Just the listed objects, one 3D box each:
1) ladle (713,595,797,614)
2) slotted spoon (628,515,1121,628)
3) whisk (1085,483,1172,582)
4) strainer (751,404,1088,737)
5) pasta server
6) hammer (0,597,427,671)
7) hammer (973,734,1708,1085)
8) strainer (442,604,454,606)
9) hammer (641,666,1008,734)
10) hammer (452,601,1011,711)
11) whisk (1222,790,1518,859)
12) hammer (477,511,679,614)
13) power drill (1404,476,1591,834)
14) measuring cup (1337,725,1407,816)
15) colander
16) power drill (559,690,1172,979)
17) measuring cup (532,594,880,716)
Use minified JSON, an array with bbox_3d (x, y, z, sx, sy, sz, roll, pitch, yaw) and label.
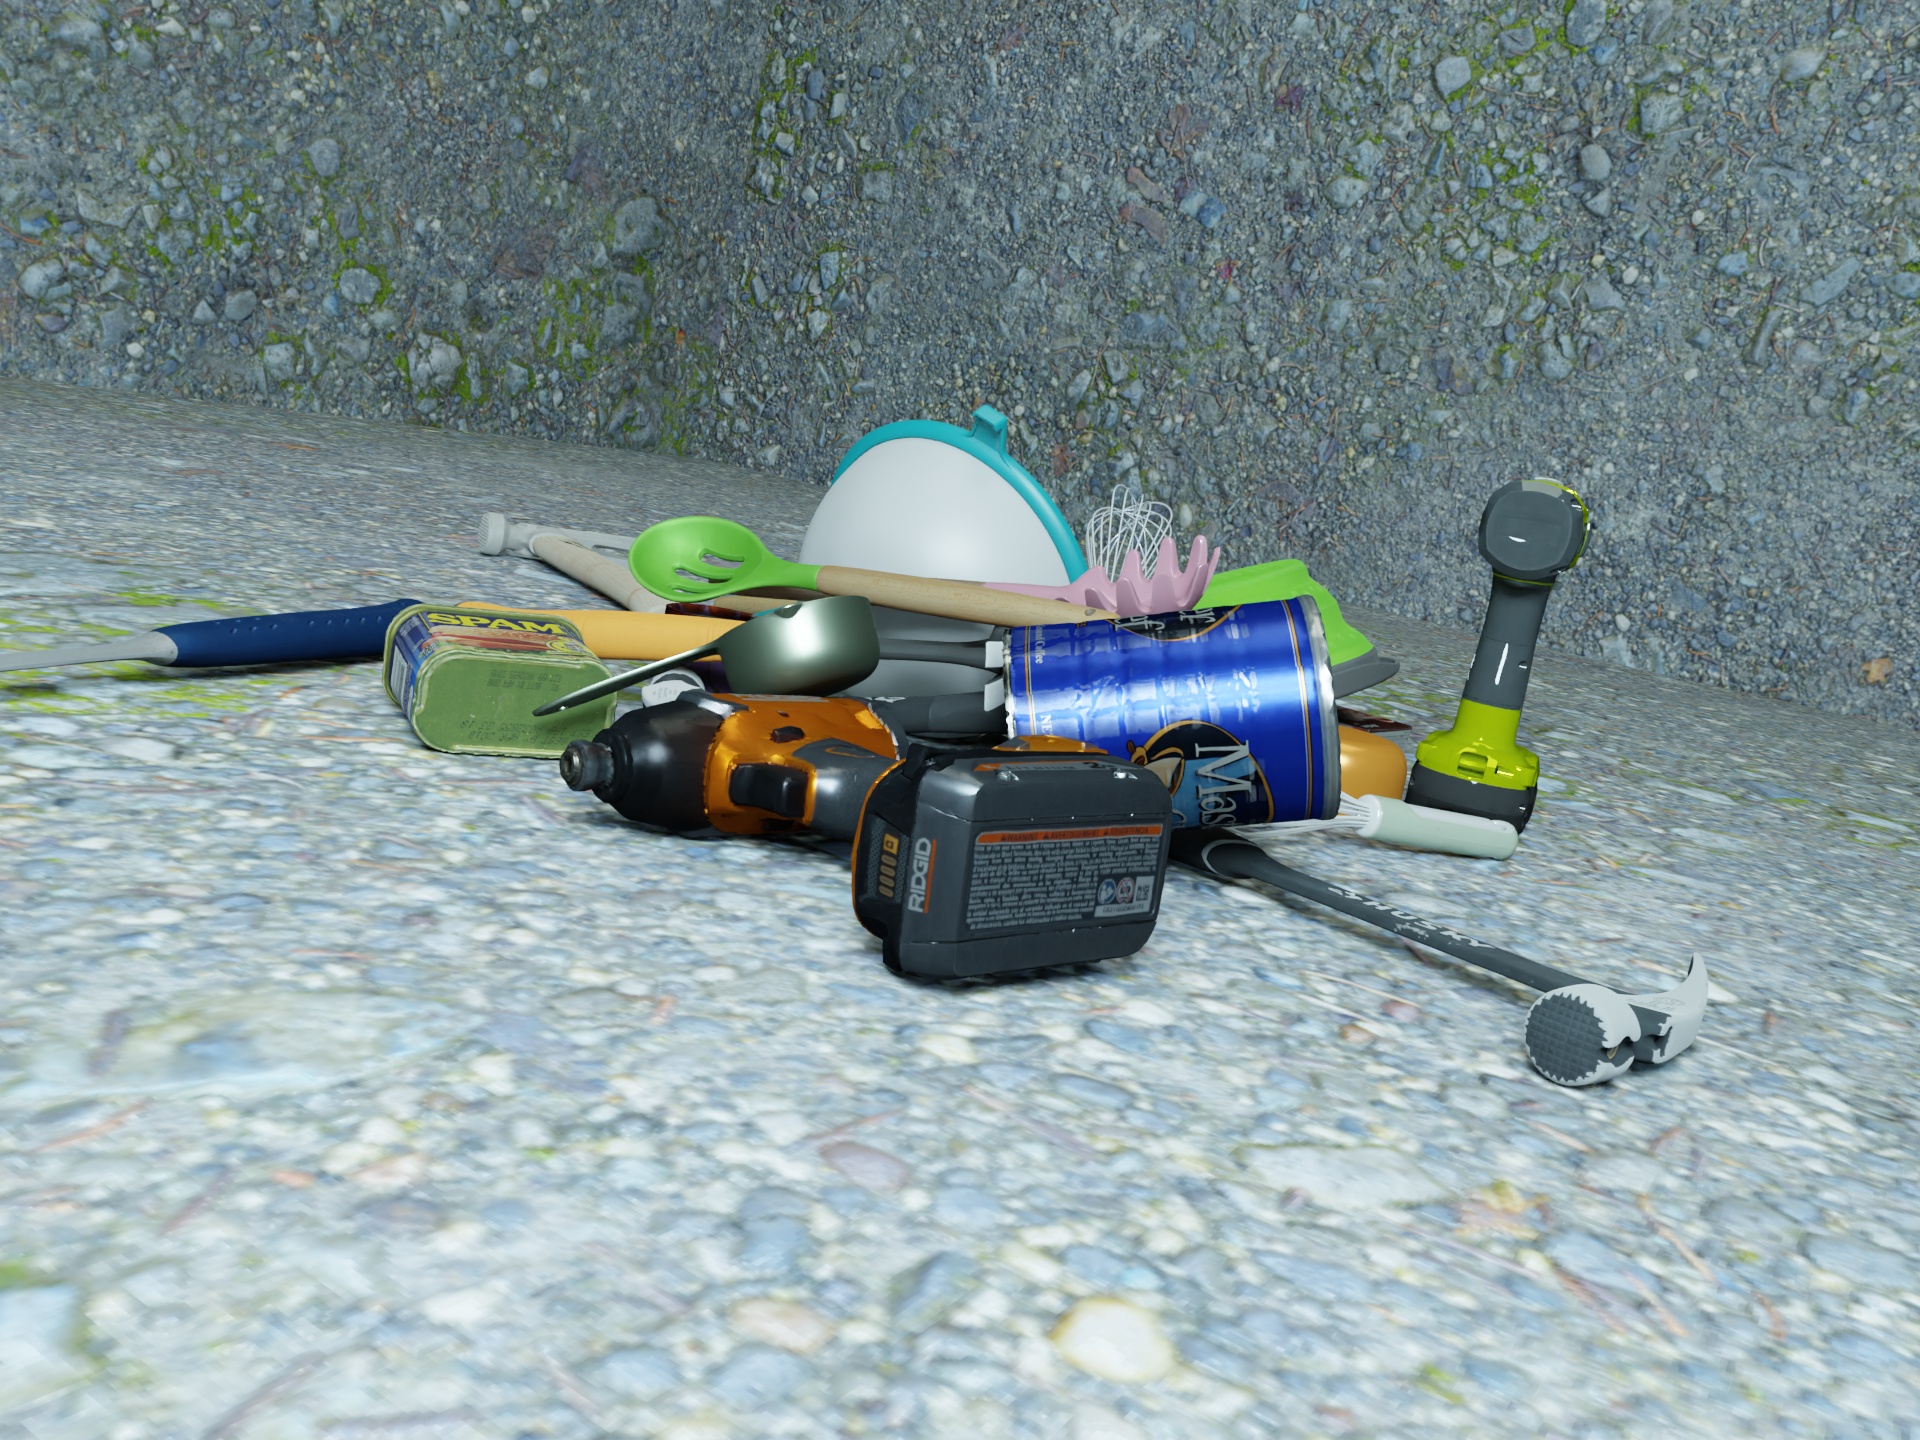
[{"bbox_3d":[-0.133,-0.088,1.229,0.069,0.031,0.315,-11,10,-28],"label":"ladle"},{"bbox_3d":[-0.054,-0.070,0.846,0.314,0.031,0.070,12,49,33],"label":"slotted spoon"},{"bbox_3d":[0.109,-0.082,1.167,0.070,0.070,0.285,12,43,7],"label":"whisk"},{"bbox_3d":[-0.073,-0.060,1.007,0.340,0.211,0.095,-9,21,45],"label":"strainer"},{"bbox_3d":[-0.010,-0.076,0.864,0.316,0.040,0.060,5,28,29],"label":"pasta server"},{"bbox_3d":[-0.389,-0.031,0.761,0.144,0.035,0.405,14,11,18],"label":"hammer"},{"bbox_3d":[0.150,0.070,0.760,0.149,0.036,0.409,2,13,-43],"label":"hammer"},{"bbox_3d":[-0.229,-0.054,1.037,0.258,0.050,0.087,7,-5,-1],"label":"strainer"},{"bbox_3d":[-0.001,-0.003,0.852,0.334,0.035,0.146,-1,13,-8],"label":"hammer"},{"bbox_3d":[-0.125,-0.041,0.861,0.337,0.034,0.127,3,11,12],"label":"hammer"},{"bbox_3d":[0.223,0.052,0.900,0.246,0.059,0.058,11,16,-27],"label":"whisk"},{"bbox_3d":[-0.280,-0.116,1.319,0.146,0.038,0.411,6,12,-31],"label":"hammer"},{"bbox_3d":[0.373,-0.050,1.078,0.080,0.228,0.190,15,11,22],"label":"power drill"},{"bbox_3d":[0.212,0.032,0.967,0.095,0.052,0.173,18,11,34],"label":"measuring cup"},{"bbox_3d":[0.162,-0.041,1.045,0.204,0.094,0.397,-11,7,27],"label":"colander"},{"bbox_3d":[-0.047,0.035,0.641,0.164,0.084,0.227,1,10,-41],"label":"power drill"},{"bbox_3d":[-0.118,-0.016,0.754,0.167,0.038,0.083,-19,-6,-5],"label":"measuring cup"}]
